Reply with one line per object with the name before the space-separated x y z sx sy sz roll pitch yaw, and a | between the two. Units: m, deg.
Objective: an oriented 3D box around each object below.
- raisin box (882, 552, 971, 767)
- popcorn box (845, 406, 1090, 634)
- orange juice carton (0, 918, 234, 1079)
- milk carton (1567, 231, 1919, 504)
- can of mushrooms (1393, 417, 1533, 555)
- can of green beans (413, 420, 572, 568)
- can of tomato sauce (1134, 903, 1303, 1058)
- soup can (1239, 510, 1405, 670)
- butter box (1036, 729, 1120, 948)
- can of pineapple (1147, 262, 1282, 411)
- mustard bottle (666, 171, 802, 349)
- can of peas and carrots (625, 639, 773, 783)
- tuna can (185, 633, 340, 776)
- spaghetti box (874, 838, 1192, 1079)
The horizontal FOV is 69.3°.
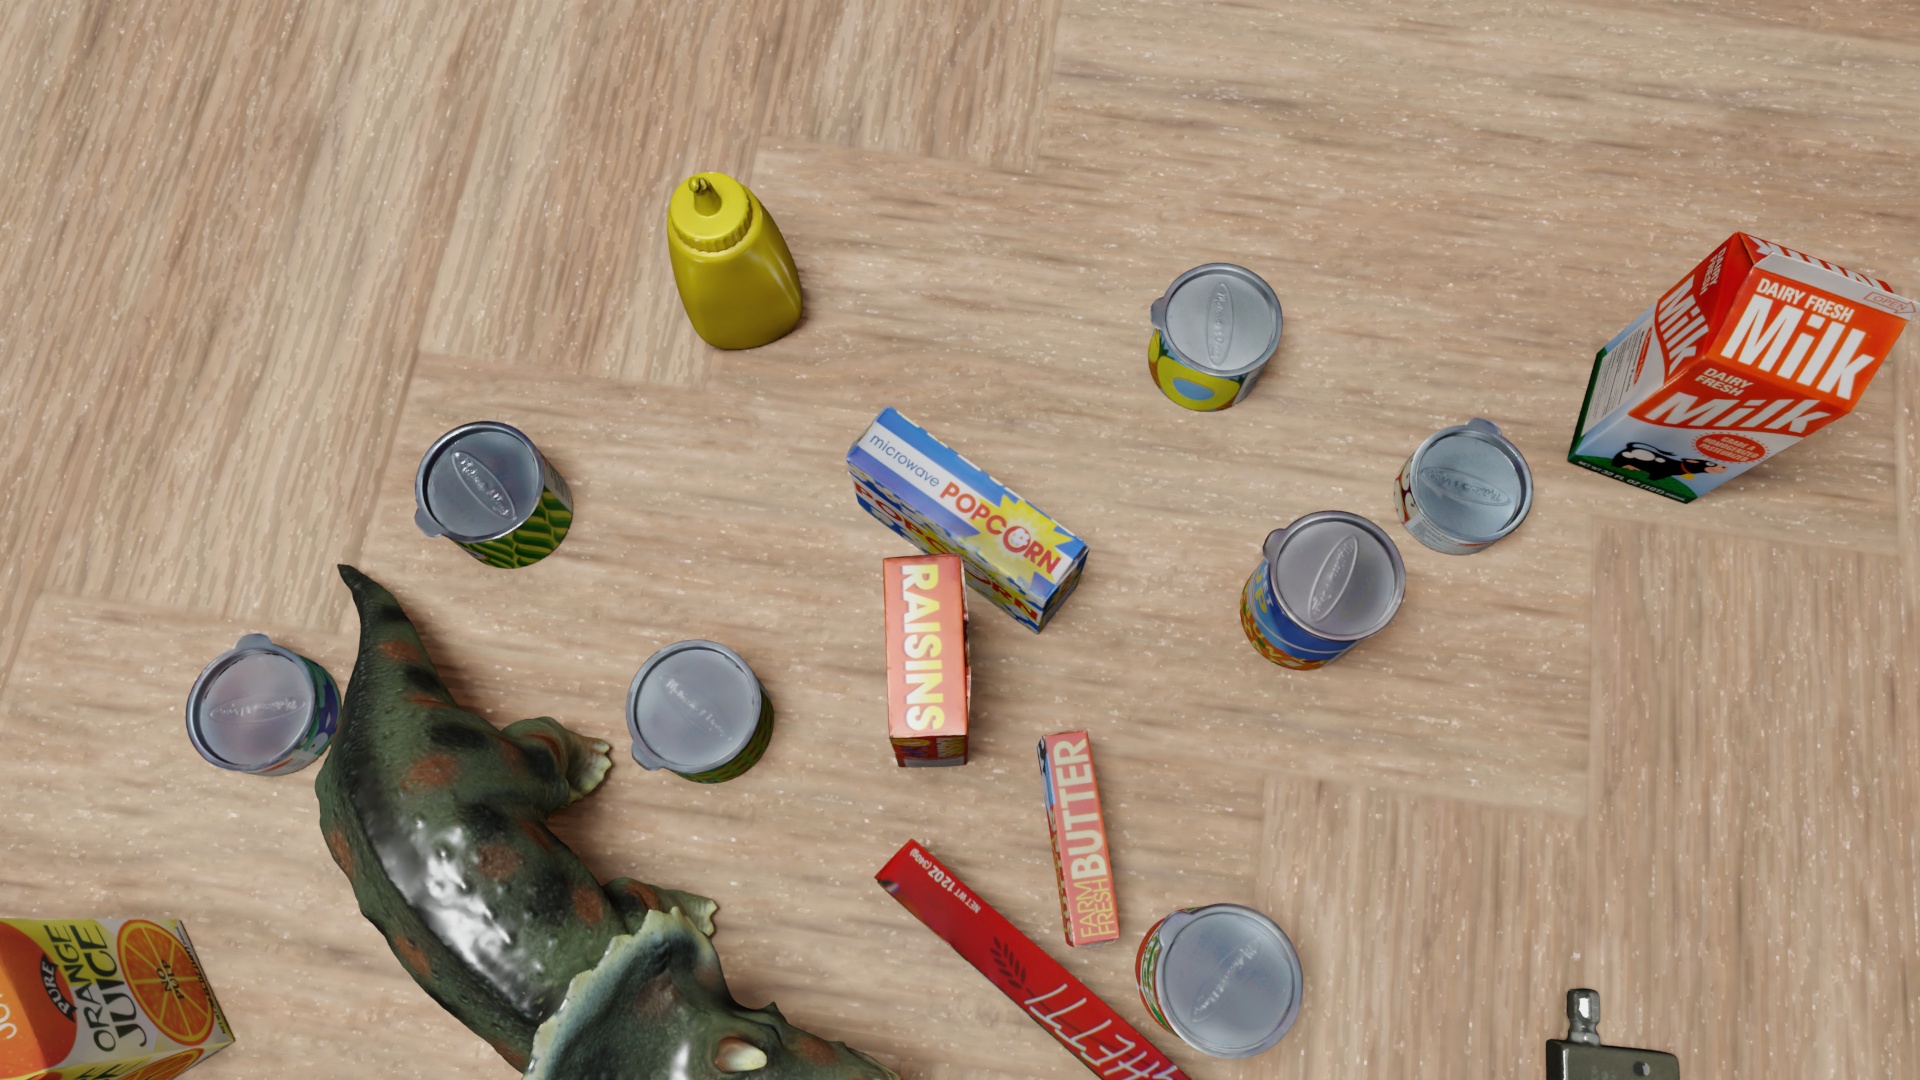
raisin box | -0.016 0.063 0.681 0.040 0.123 0.086 -2 74 -1
popcorn box | 0.003 -0.009 0.722 0.127 0.085 0.038 36 77 9
orange juice carton | -0.407 0.212 0.600 0.073 0.192 0.072 -31 77 -8
milk carton | 0.384 -0.088 0.692 0.072 0.190 0.073 21 75 6
can of mushrooms | 0.273 -0.029 0.755 0.071 0.033 0.071 0 74 0
can of green beans | -0.247 -0.023 0.739 0.071 0.057 0.071 0 74 0
can of tomato sauce | 0.118 0.207 0.660 0.071 0.083 0.071 0 74 0
soup can | 0.181 0.026 0.713 0.071 0.083 0.071 0 74 0
butter box | 0.058 0.149 0.692 0.024 0.053 0.104 -7 74 -2
can of pineapple | 0.137 -0.112 0.766 0.071 0.057 0.071 0 74 0
mustard bottle | -0.121 -0.151 0.724 0.065 0.160 0.049 -17 75 -5
can of peas and carrots | -0.132 0.090 0.706 0.071 0.058 0.071 0 74 0
tuna can | -0.360 0.086 0.720 0.071 0.032 0.071 0 74 0
spaghetti box | 0.062 0.236 0.669 0.250 0.050 0.029 39 78 10
